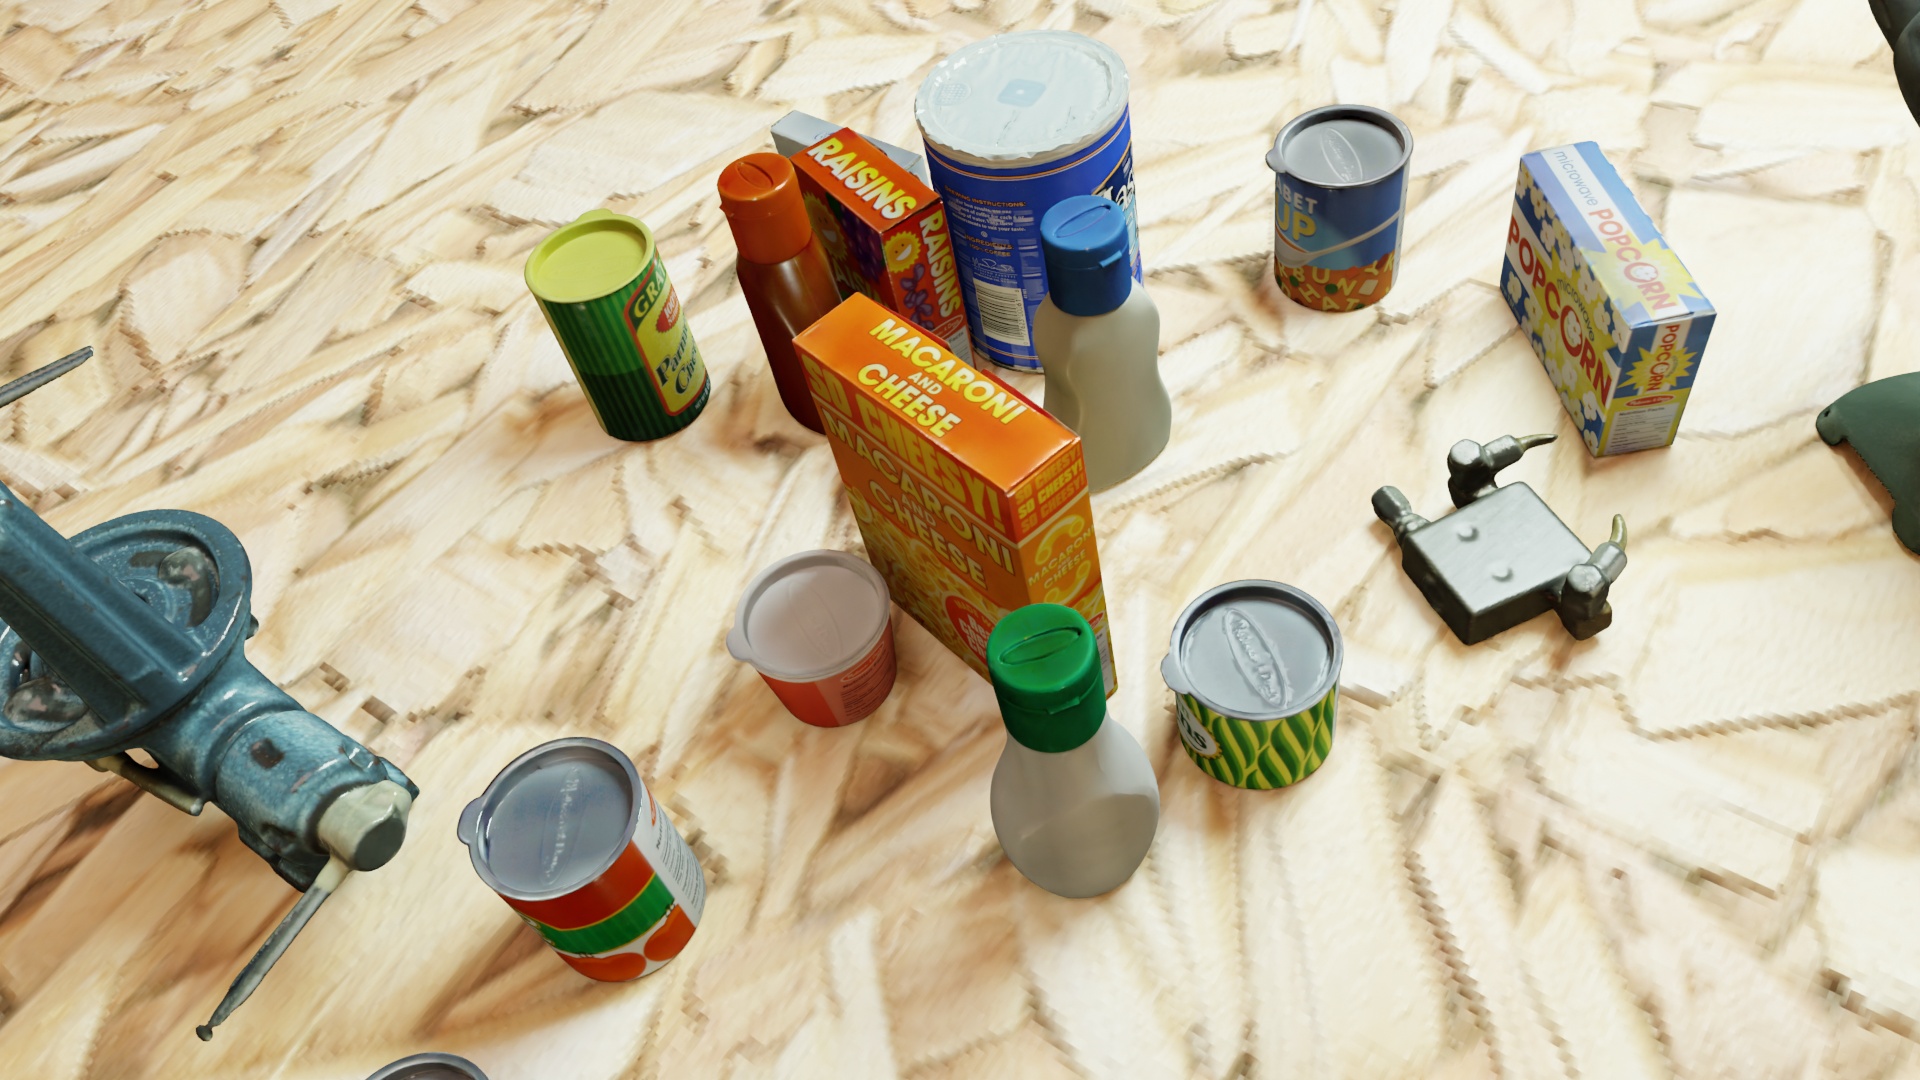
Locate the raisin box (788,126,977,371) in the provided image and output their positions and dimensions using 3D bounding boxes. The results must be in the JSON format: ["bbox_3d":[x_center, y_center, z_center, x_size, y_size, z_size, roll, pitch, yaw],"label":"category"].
[{"bbox_3d":[-0.037,-0.136,0.706,0.040,0.122,0.086,-33,53,-15],"label":"raisin box"}]

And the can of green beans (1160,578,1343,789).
[{"bbox_3d":[0.119,0.059,0.560,0.071,0.057,0.071,-6,51,7],"label":"can of green beans"}]

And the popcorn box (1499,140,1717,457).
[{"bbox_3d":[0.295,-0.114,0.646,0.038,0.084,0.127,-11,50,3],"label":"popcorn box"}]

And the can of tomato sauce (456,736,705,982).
[{"bbox_3d":[-0.145,0.127,0.542,0.071,0.082,0.071,-6,51,7],"label":"can of tomato sauce"}]

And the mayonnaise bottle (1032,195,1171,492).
[{"bbox_3d":[0.062,-0.087,0.631,0.065,0.147,0.041,-32,52,-14],"label":"mayonnaise bottle"}]

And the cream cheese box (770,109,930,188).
[{"bbox_3d":[-0.063,-0.214,0.820,0.104,0.053,0.024,28,62,29],"label":"cream cheese box"}]

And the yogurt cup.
[{"bbox_3d":[-0.060,0.046,0.609,0.072,0.053,0.073,-6,51,7],"label":"yogurt cup"}]

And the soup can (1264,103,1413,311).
[{"bbox_3d":[0.192,-0.169,0.713,0.071,0.083,0.072,-6,51,7],"label":"soup can"}]

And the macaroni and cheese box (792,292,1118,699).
[{"bbox_3d":[0.002,-0.007,0.567,0.040,0.165,0.124,-40,55,-19],"label":"macaroni and cheese box"}]

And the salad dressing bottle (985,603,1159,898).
[{"bbox_3d":[0.038,0.079,0.502,0.064,0.147,0.044,-19,51,-4],"label":"salad dressing bottle"}]

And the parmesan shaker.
[{"bbox_3d":[-0.176,-0.111,0.727,0.071,0.102,0.072,-6,51,7],"label":"parmesan shaker"}]

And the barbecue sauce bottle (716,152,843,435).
[{"bbox_3d":[-0.082,-0.120,0.686,0.044,0.147,0.065,-35,53,-16],"label":"barbecue sauce bottle"}]

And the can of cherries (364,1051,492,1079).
[{"bbox_3d":[-0.184,0.224,0.487,0.071,0.058,0.072,-6,51,7],"label":"can of cherries"}]
